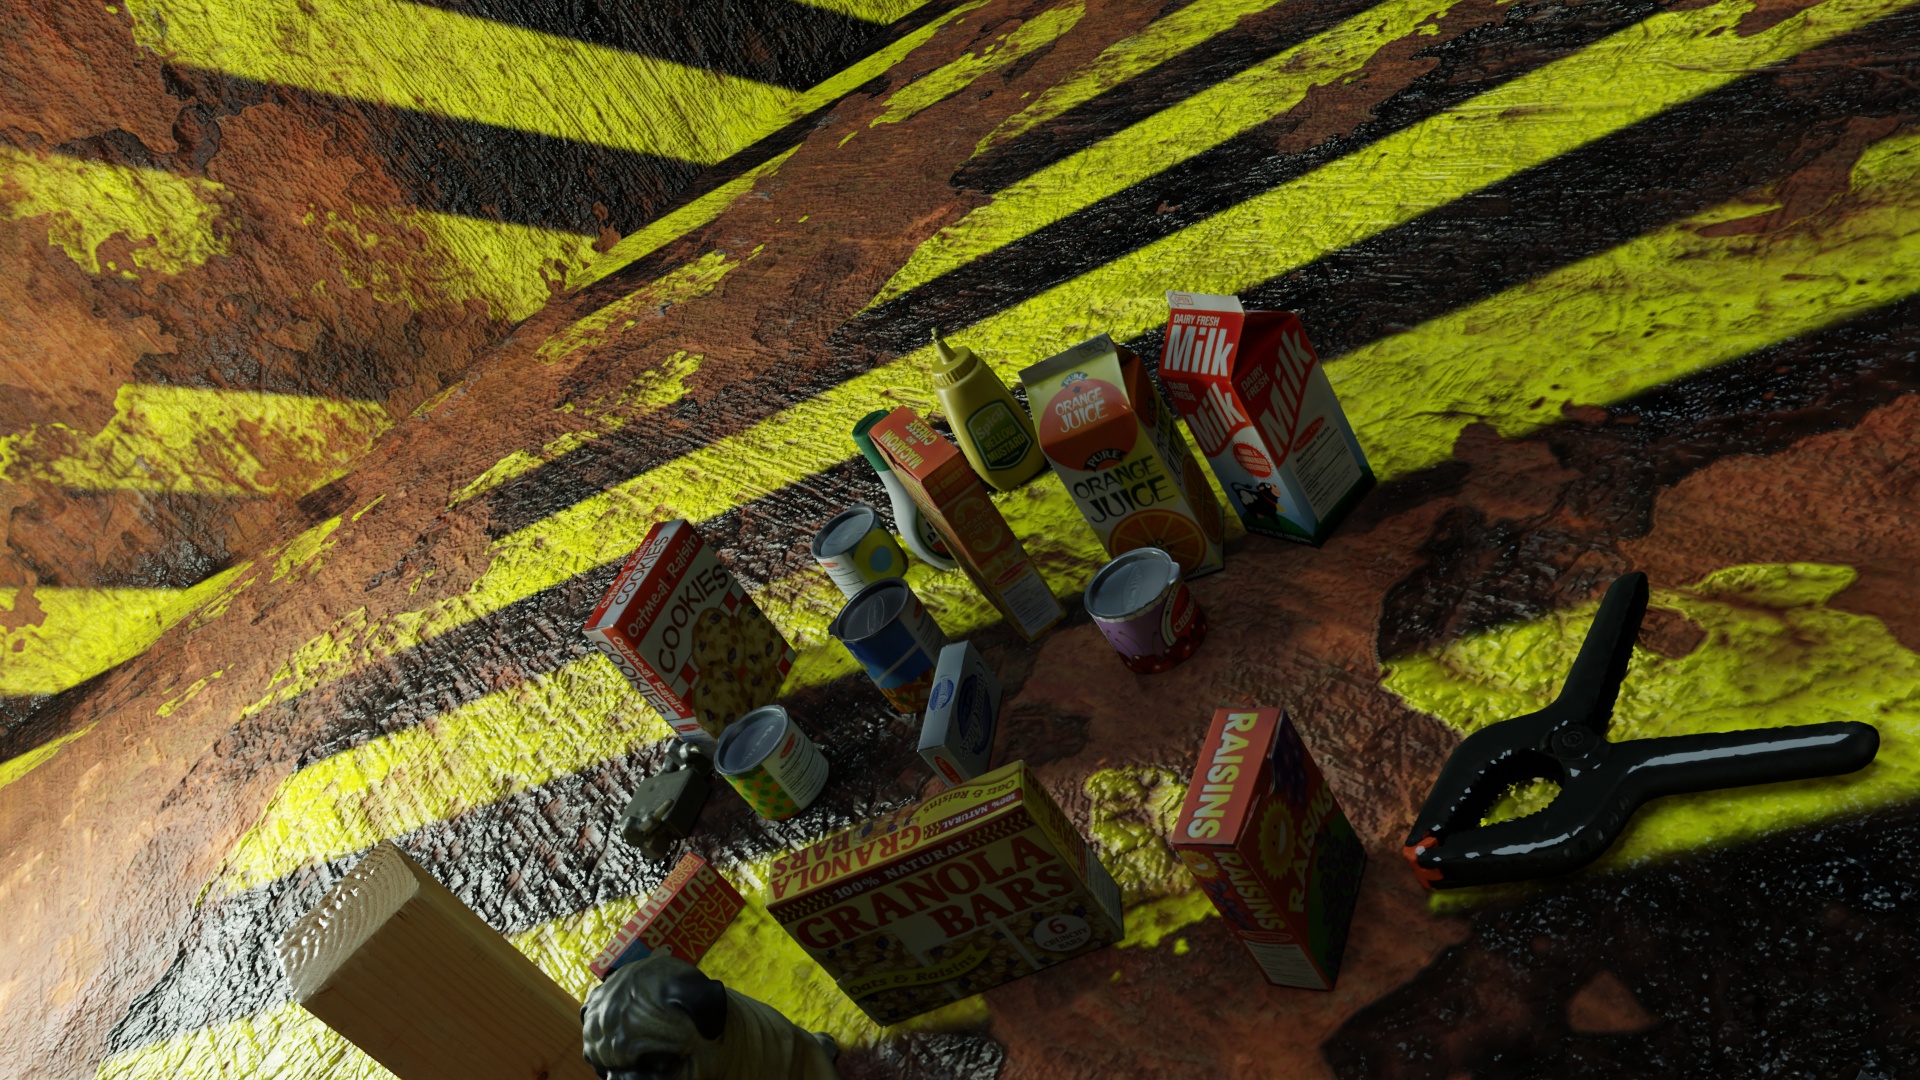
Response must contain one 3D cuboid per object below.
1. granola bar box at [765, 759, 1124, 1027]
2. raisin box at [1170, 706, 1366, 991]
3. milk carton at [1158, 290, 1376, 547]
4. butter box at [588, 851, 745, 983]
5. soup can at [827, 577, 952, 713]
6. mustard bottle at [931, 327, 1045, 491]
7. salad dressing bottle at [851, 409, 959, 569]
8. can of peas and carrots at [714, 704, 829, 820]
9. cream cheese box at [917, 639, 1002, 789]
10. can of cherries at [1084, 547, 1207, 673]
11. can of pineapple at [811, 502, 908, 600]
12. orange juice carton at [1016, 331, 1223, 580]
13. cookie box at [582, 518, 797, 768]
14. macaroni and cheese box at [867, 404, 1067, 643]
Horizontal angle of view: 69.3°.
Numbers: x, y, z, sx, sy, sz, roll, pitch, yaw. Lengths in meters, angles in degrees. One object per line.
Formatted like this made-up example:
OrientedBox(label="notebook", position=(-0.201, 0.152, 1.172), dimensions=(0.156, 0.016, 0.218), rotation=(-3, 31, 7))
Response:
OrientedBox(label="granola bar box", position=(-0.008, 0.204, 0.789), dimensions=(0.165, 0.124, 0.039), rotation=(-25, 31, 16))
OrientedBox(label="raisin box", position=(0.158, 0.155, 0.697), dimensions=(0.040, 0.123, 0.086), rotation=(-8, 39, 39))
OrientedBox(label="milk carton", position=(0.202, -0.092, 0.942), dimensions=(0.074, 0.190, 0.072), rotation=(-45, 31, -18))
OrientedBox(label="butter box", position=(-0.200, 0.271, 0.956), dimensions=(0.024, 0.053, 0.104), rotation=(9, 51, 51))
OrientedBox(label="soup can", position=(-0.048, 0.081, 1.049), dimensions=(0.071, 0.083, 0.072), rotation=(-25, 31, 16))
OrientedBox(label="mustard bottle", position=(0.014, -0.116, 1.195), dimensions=(0.065, 0.159, 0.049), rotation=(-35, 29, 0))
OrientedBox(label="salad dressing bottle", position=(-0.037, -0.042, 1.151), dimensions=(0.064, 0.147, 0.044), rotation=(-44, 31, -16))
OrientedBox(label="can of peas and carrots", position=(-0.143, 0.167, 1.043), dimensions=(0.071, 0.058, 0.071), rotation=(-25, 31, 16))
OrientedBox(label="cream cheese box", position=(0.001, 0.124, 0.968), dimensions=(0.024, 0.053, 0.104), rotation=(-20, 33, 25))
OrientedBox(label="can of cherries", position=(0.129, 0.048, 0.946), dimensions=(0.071, 0.058, 0.072), rotation=(-25, 31, 16))
OrientedBox(label="can of pineapple", position=(-0.086, 0.011, 1.214), dimensions=(0.071, 0.057, 0.071), rotation=(-25, 31, 16))
OrientedBox(label="orange juice carton", position=(0.115, -0.058, 0.978), dimensions=(0.071, 0.192, 0.073), rotation=(-20, 33, 24))
OrientedBox(label="cookie box", position=(-0.215, 0.084, 1.127), dimensions=(0.040, 0.167, 0.123), rotation=(-13, 36, 34))
OrientedBox(label="macaroni and cheese box", position=(0.004, -0.013, 1.050), dimensions=(0.040, 0.166, 0.124), rotation=(-38, 30, -5))
